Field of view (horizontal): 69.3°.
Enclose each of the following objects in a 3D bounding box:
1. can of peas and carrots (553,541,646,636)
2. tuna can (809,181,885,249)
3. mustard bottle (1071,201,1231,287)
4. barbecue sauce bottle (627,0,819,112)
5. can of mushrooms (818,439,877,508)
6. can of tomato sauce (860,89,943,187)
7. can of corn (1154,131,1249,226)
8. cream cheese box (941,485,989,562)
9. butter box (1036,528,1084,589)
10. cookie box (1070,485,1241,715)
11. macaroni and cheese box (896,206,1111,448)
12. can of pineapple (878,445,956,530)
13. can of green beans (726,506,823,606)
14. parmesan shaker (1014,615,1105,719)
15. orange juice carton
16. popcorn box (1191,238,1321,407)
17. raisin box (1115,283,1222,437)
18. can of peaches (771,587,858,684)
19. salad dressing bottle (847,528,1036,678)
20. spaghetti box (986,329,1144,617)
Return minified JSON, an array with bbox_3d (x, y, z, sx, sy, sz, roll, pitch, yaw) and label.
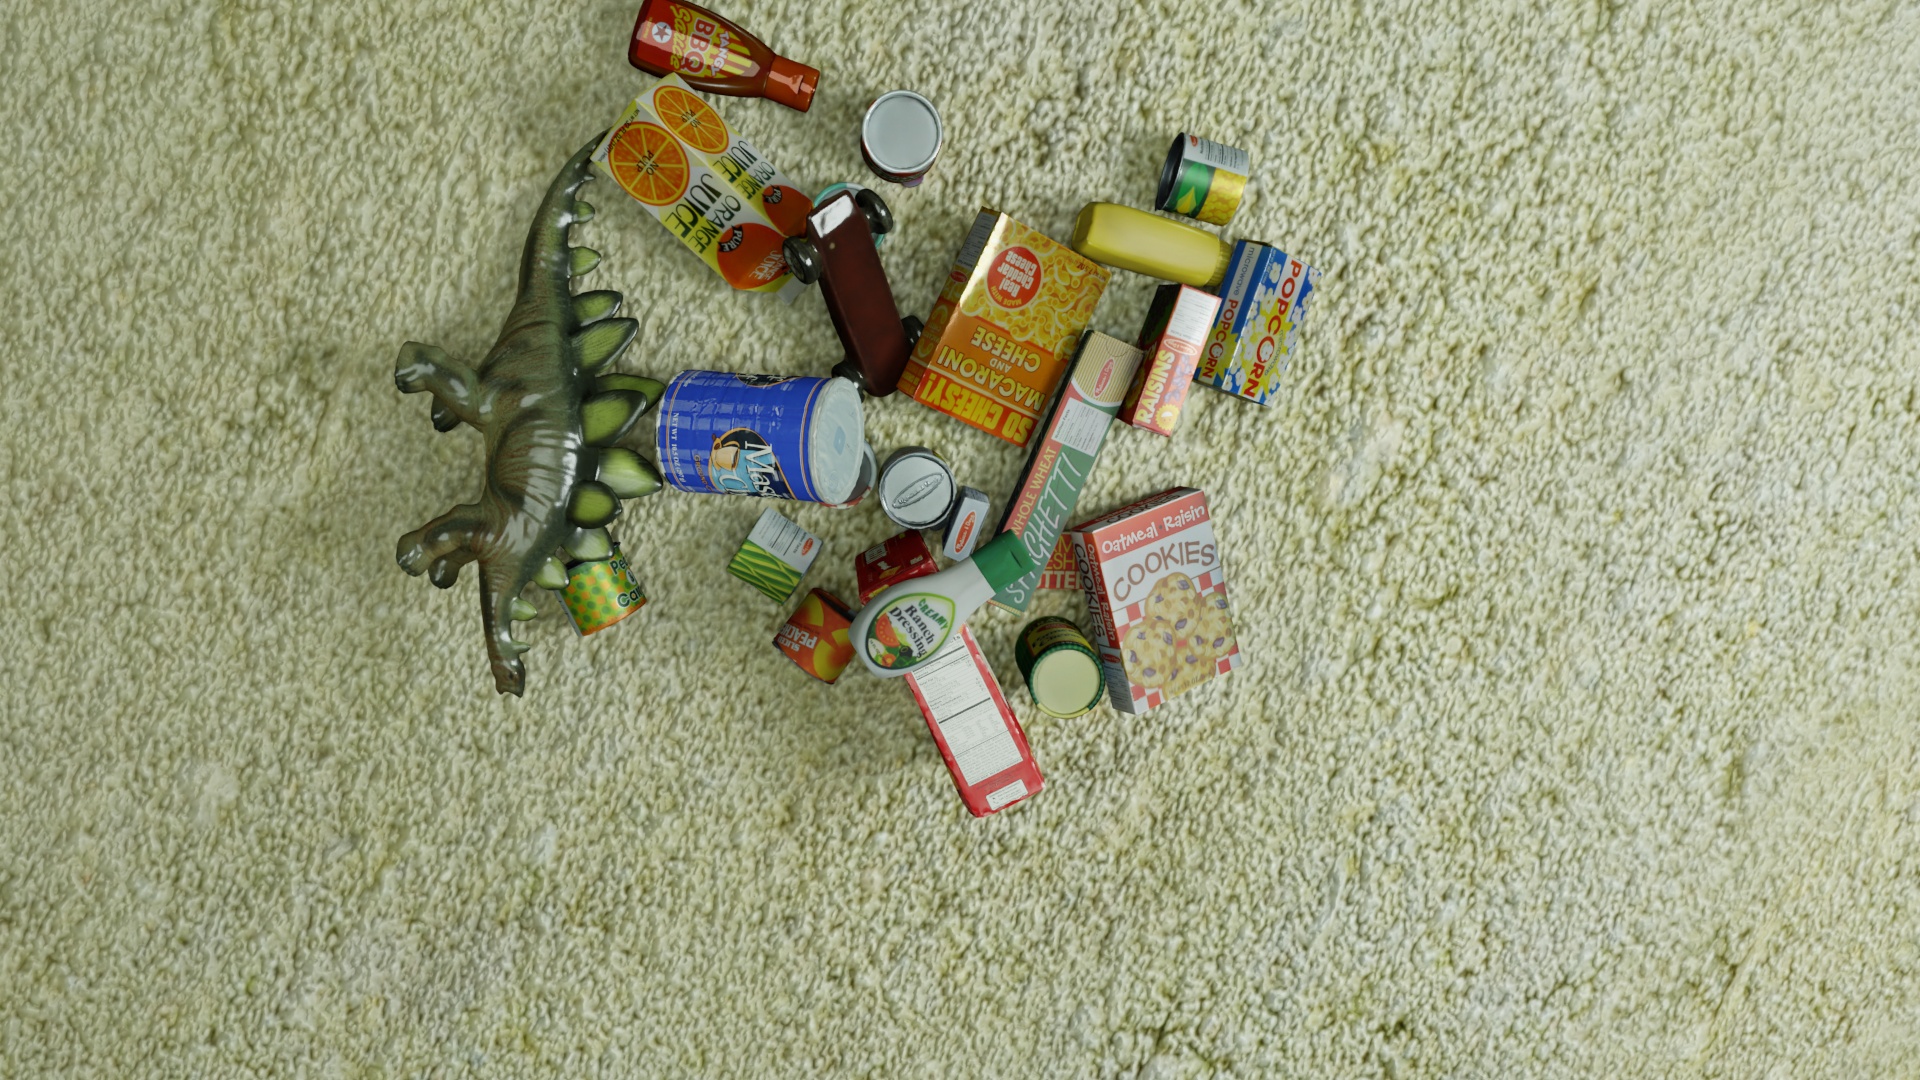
[{"bbox_3d":[-0.307,0.040,1.181,0.071,0.071,0.058,-25,102,0],"label":"can of peas and carrots"},{"bbox_3d":[-0.096,-0.265,1.164,0.071,0.033,0.071,-1,99,-5],"label":"tuna can"},{"bbox_3d":[0.176,-0.246,1.177,0.160,0.065,0.048,12,93,-16],"label":"mustard bottle"},{"bbox_3d":[-0.190,-0.391,1.131,0.148,0.044,0.064,18,97,-8],"label":"barbecue sauce bottle"},{"bbox_3d":[-0.107,-0.061,1.197,0.071,0.033,0.071,-1,100,-5],"label":"can of mushrooms"},{"bbox_3d":[-0.048,-0.326,1.132,0.071,0.083,0.071,-1,99,-4],"label":"can of tomato sauce"},{"bbox_3d":[0.202,-0.301,1.167,0.058,0.071,0.071,14,98,-7],"label":"can of corn"},{"bbox_3d":[0.004,-0.015,1.178,0.024,0.104,0.053,22,96,-4],"label":"cream cheese box"},{"bbox_3d":[0.097,0.016,1.231,0.103,0.024,0.053,1,99,-5],"label":"butter box"},{"bbox_3d":[0.171,0.050,1.211,0.123,0.040,0.167,-20,103,-27],"label":"cookie box"},{"bbox_3d":[0.037,-0.176,1.165,0.124,0.040,0.166,22,99,-32],"label":"macaroni and cheese box"},{"bbox_3d":[-0.037,-0.044,1.193,0.071,0.058,0.071,-1,100,-4],"label":"can of pineapple"},{"bbox_3d":[-0.159,0.013,1.189,0.058,0.071,0.071,33,96,-8],"label":"can of green beans"},{"bbox_3d":[0.088,0.109,1.205,0.071,0.103,0.071,-1,100,-4],"label":"parmesan shaker"},{"bbox_3d":[-0.191,-0.275,1.119,0.192,0.073,0.071,42,126,-13],"label":"orange juice carton"},{"bbox_3d":[0.251,-0.184,1.181,0.085,0.038,0.126,11,101,-48],"label":"popcorn box"},{"bbox_3d":[0.172,-0.154,1.177,0.040,0.086,0.123,18,98,-9],"label":"raisin box"},{"bbox_3d":[-0.120,0.081,1.201,0.071,0.071,0.058,37,94,-9],"label":"can of peaches"},{"bbox_3d":[-0.013,0.046,1.049,0.148,0.044,0.064,-34,102,0],"label":"salad dressing bottle"},{"bbox_3d":[0.080,-0.057,1.185,0.050,0.029,0.249,23,99,-10],"label":"spaghetti box"}]
